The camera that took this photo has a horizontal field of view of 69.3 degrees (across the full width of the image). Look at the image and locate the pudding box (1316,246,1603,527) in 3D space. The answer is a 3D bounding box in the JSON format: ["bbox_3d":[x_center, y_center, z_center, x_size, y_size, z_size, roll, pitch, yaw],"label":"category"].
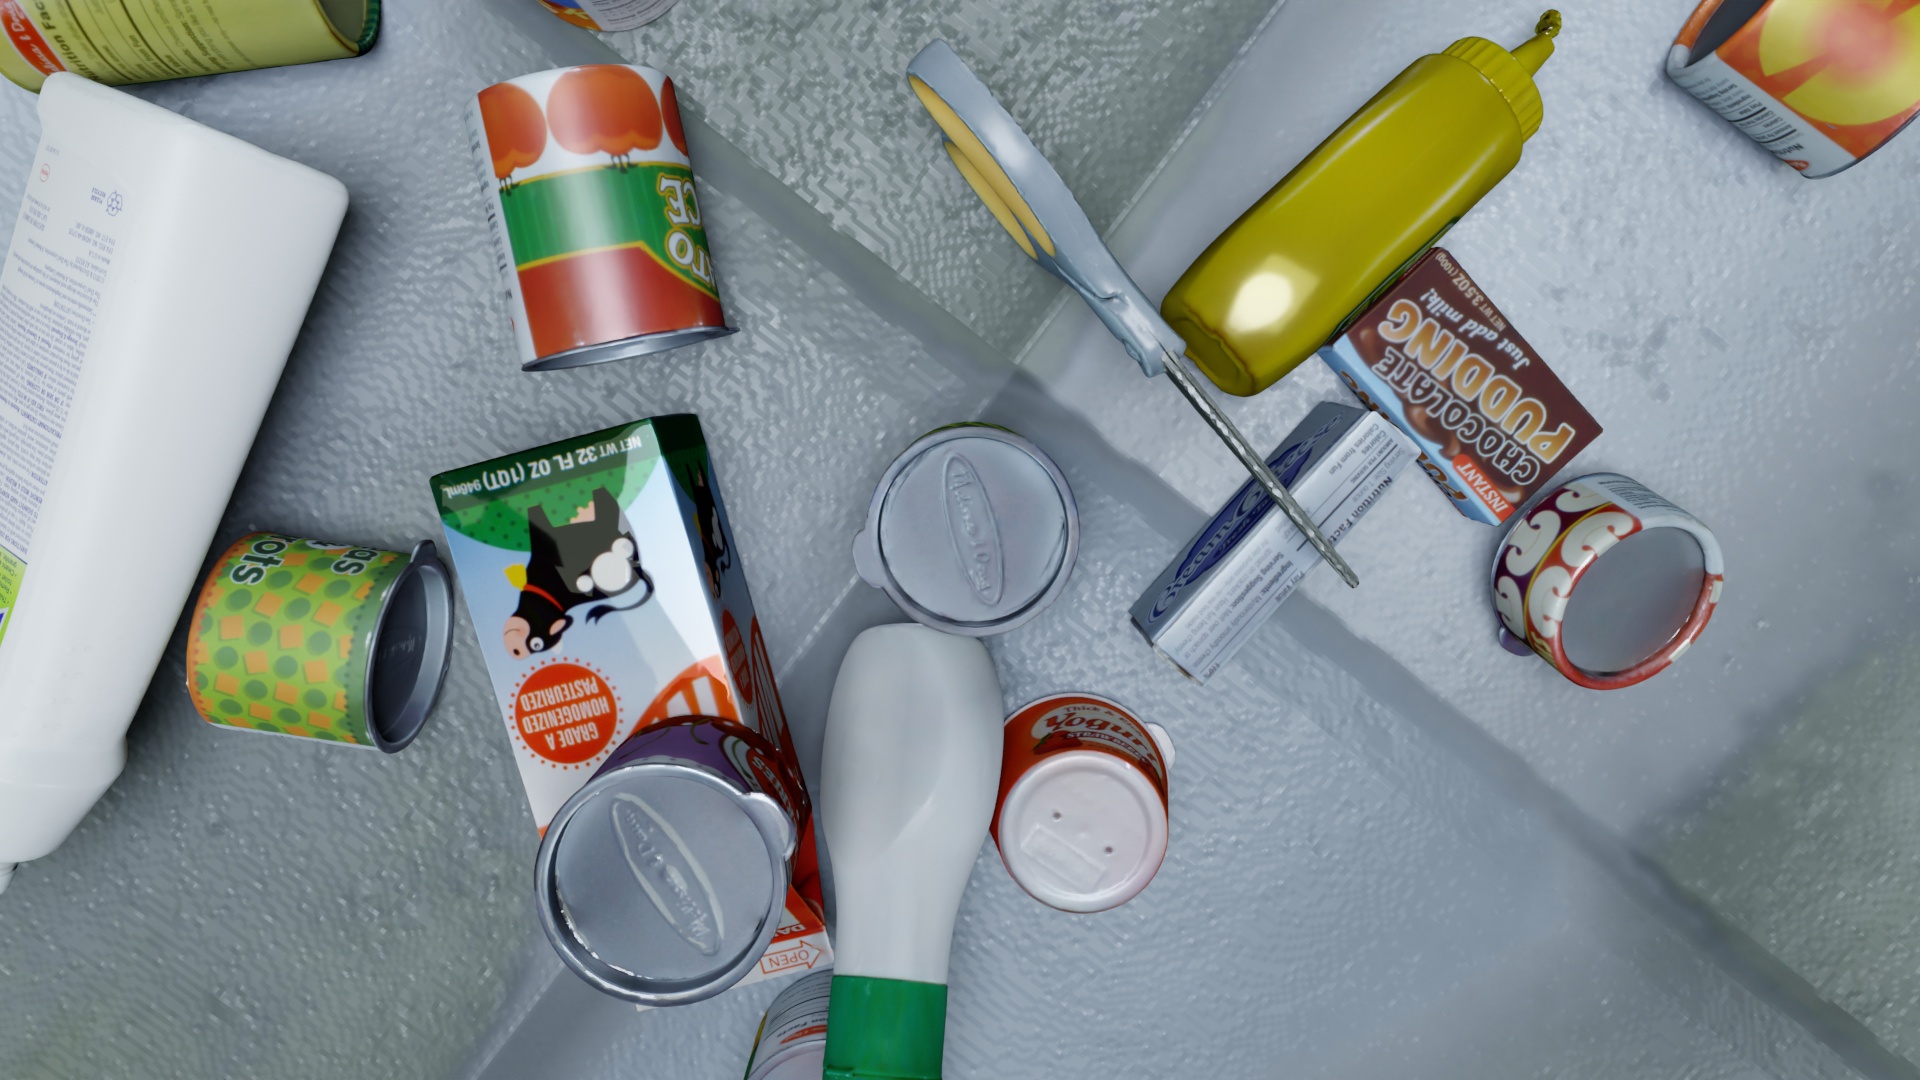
[{"bbox_3d":[0.165,-0.051,0.465,0.049,0.030,0.083,-42,94,5],"label":"pudding box"}]

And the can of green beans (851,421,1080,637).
[{"bbox_3d":[0.004,-0.006,0.456,0.071,0.058,0.071,0,96,0],"label":"can of green beans"}]

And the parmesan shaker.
[{"bbox_3d":[-0.245,-0.178,0.437,0.103,0.071,0.071,-7,96,0],"label":"parmesan shaker"}]

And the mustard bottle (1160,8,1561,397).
[{"bbox_3d":[0.136,-0.113,0.443,0.160,0.065,0.049,-42,90,0],"label":"mustard bottle"}]

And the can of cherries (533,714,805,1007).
[{"bbox_3d":[-0.076,0.086,0.391,0.071,0.058,0.071,0,96,-1],"label":"can of cherries"}]

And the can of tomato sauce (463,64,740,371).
[{"bbox_3d":[-0.113,-0.101,0.442,0.071,0.071,0.083,-12,95,1],"label":"can of tomato sauce"}]

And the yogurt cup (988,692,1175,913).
[{"bbox_3d":[0.040,0.090,0.468,0.072,0.054,0.072,0,96,1],"label":"yogurt cup"}]

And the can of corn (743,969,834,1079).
[{"bbox_3d":[-0.042,0.192,0.476,0.071,0.058,0.071,0,96,0],"label":"can of corn"}]

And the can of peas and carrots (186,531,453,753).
[{"bbox_3d":[-0.208,0.031,0.456,0.059,0.071,0.071,8,96,0],"label":"can of peas and carrots"}]

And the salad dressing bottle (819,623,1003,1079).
[{"bbox_3d":[-0.019,0.103,0.444,0.064,0.044,0.148,-12,64,39],"label":"salad dressing bottle"}]

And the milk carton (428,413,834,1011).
[{"bbox_3d":[-0.100,0.059,0.455,0.072,0.073,0.190,-14,96,1],"label":"milk carton"}]

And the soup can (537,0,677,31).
[{"bbox_3d":[-0.120,-0.201,0.423,0.071,0.084,0.071,0,96,0],"label":"soup can"}]

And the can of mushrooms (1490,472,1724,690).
[{"bbox_3d":[0.212,0.016,0.459,0.071,0.033,0.070,-8,118,-15],"label":"can of mushrooms"}]

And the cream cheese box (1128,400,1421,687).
[{"bbox_3d":[0.101,-0.001,0.459,0.024,0.053,0.103,42,95,-6],"label":"cream cheese box"}]

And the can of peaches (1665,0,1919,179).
[{"bbox_3d":[0.270,-0.159,0.436,0.058,0.071,0.071,34,95,-3],"label":"can of peaches"}]
